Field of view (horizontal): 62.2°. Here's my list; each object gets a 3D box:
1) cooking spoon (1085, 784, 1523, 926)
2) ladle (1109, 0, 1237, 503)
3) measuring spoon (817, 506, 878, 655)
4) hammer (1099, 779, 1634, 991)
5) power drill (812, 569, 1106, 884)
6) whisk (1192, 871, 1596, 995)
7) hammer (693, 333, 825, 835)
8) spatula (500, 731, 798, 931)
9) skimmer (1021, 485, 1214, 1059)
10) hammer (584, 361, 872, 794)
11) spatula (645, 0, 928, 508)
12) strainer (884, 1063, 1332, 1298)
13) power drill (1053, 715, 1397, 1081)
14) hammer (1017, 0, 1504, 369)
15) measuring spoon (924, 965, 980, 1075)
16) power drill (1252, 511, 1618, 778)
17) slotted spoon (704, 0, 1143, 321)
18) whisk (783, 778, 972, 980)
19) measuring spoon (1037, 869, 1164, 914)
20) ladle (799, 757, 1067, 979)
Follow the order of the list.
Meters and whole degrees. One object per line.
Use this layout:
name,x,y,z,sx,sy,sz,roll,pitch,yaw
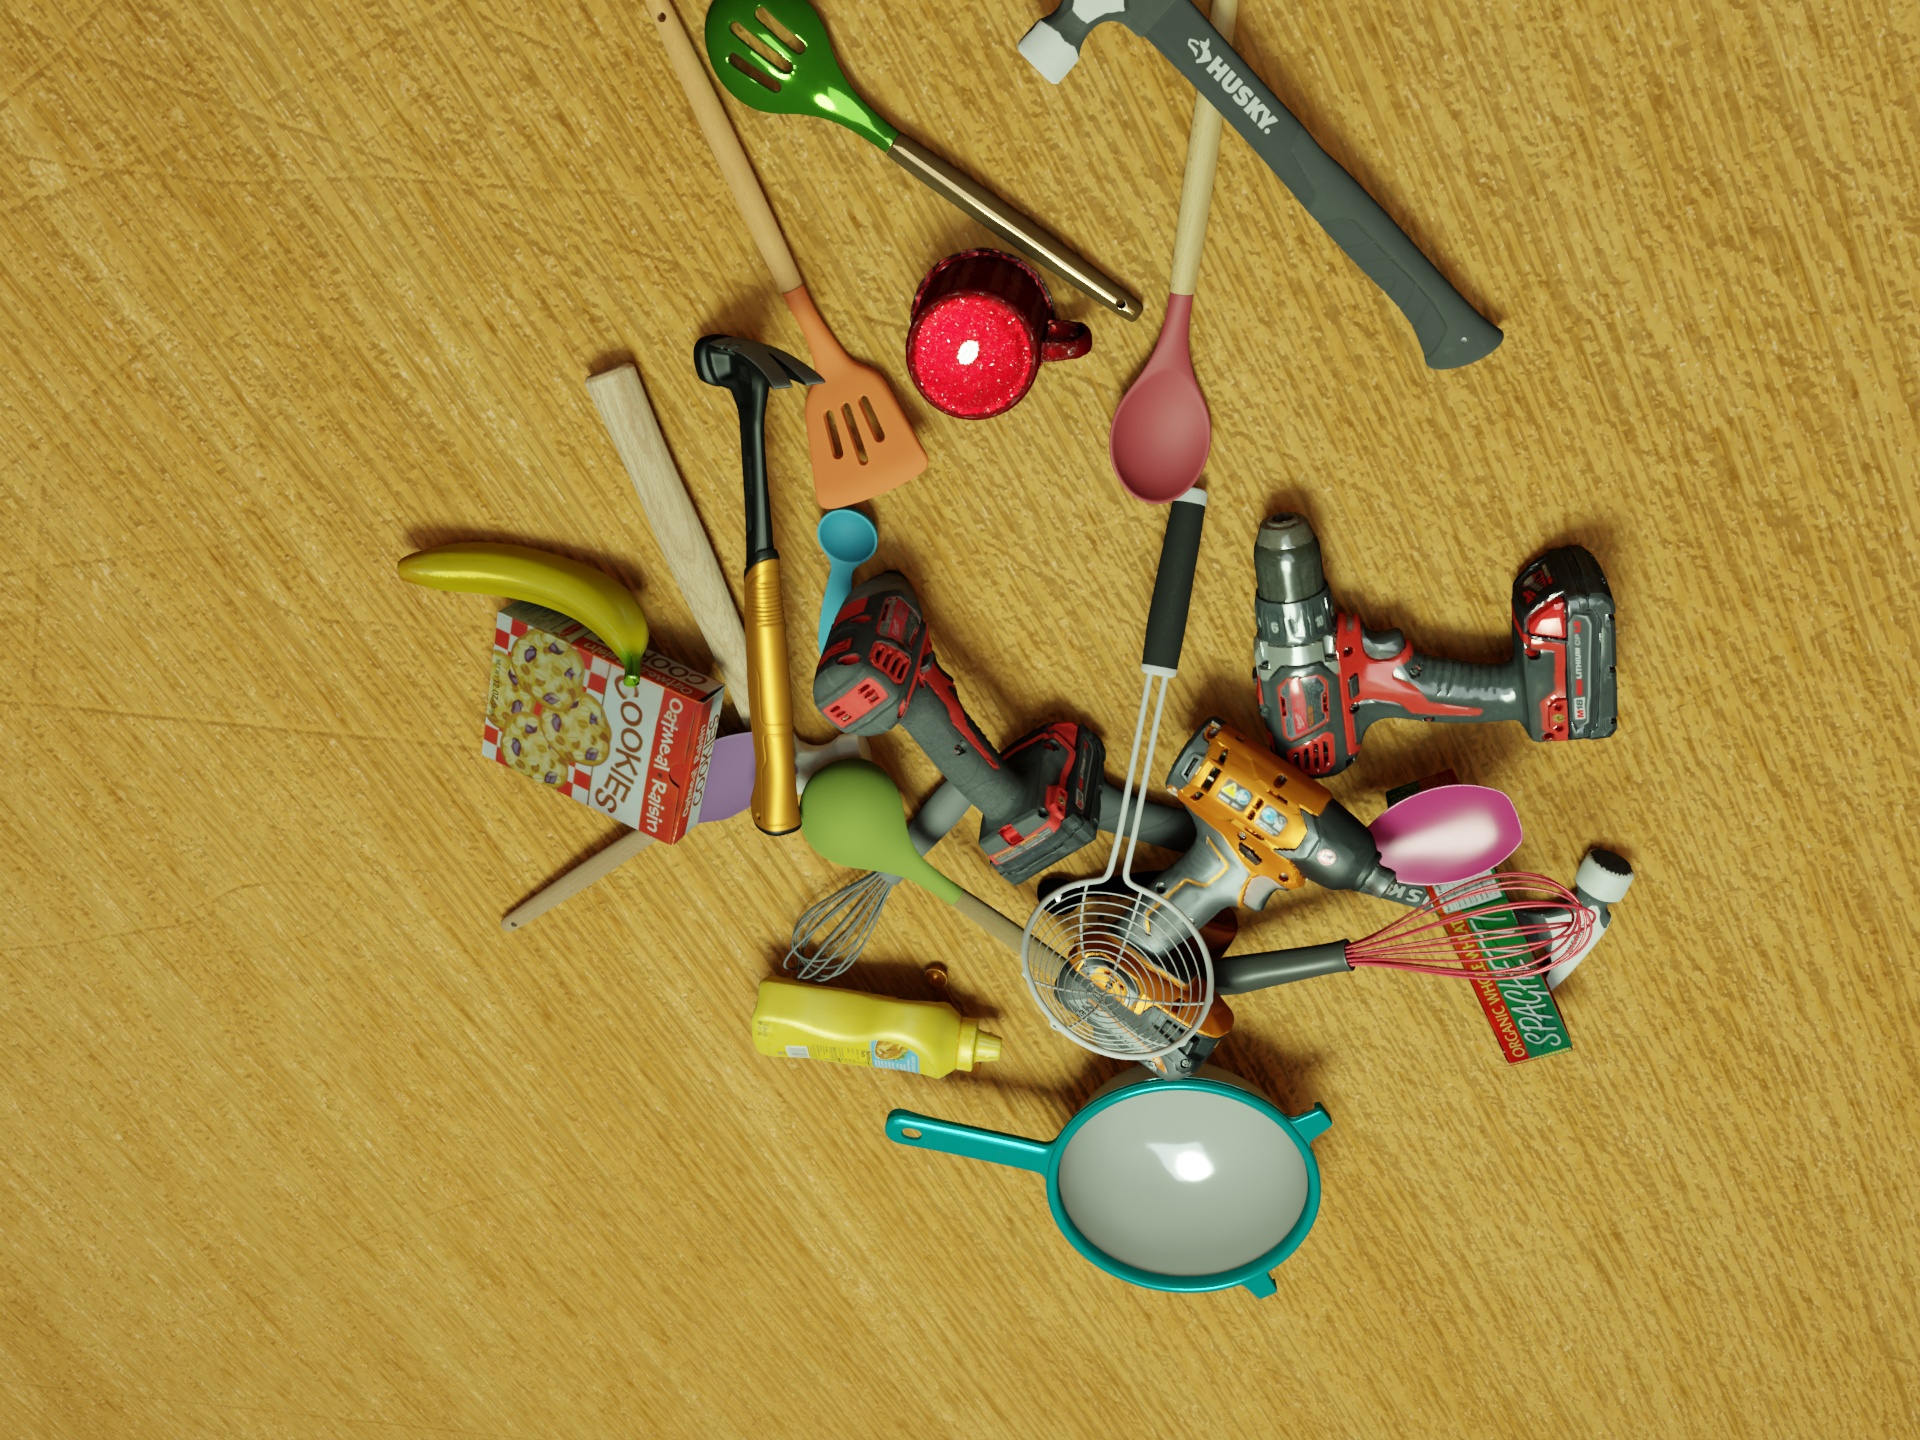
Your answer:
cooking spoon,0.230,0.105,1.114,0.319,0.017,0.068,-18,103,27
ladle,0.137,-0.286,0.965,0.069,0.031,0.315,-2,118,-14
measuring spoon,-0.082,-0.095,1.104,0.042,0.021,0.128,15,128,3
hammer,0.267,0.112,1.164,0.409,0.036,0.149,15,120,-1
power drill,-0.002,-0.003,1.078,0.078,0.143,0.219,-34,116,30
whisk,0.289,0.159,1.109,0.296,0.073,0.073,-16,116,29
hammer,-0.125,-0.076,1.041,0.034,0.127,0.336,-14,117,-29
spatula,-0.247,0.090,1.198,0.316,0.018,0.059,-32,113,29
skimmer,0.123,0.028,1.014,0.127,0.090,0.363,10,91,-7
hammer,-0.179,-0.088,1.106,0.130,0.031,0.331,-15,115,14
spatula,-0.116,-0.289,0.985,0.081,0.041,0.322,-19,114,17
strainer,0.113,0.332,1.268,0.340,0.095,0.211,11,116,3
power drill,0.181,0.132,1.088,0.164,0.084,0.226,34,110,15
hammer,0.201,-0.326,0.918,0.334,0.035,0.146,39,108,-20
measuring spoon,-0.004,0.241,1.279,0.021,0.011,0.116,-5,122,24
power drill,0.304,-0.058,1.045,0.227,0.080,0.187,-7,118,14
slotted spoon,-0.018,-0.335,0.958,0.313,0.031,0.070,32,114,-13
whisk,-0.056,0.113,1.195,0.055,0.055,0.239,36,112,-13
measuring spoon,0.112,0.128,1.181,0.124,0.018,0.034,-12,128,29
ladle,0.016,0.136,1.164,0.320,0.062,0.078,37,108,-18
